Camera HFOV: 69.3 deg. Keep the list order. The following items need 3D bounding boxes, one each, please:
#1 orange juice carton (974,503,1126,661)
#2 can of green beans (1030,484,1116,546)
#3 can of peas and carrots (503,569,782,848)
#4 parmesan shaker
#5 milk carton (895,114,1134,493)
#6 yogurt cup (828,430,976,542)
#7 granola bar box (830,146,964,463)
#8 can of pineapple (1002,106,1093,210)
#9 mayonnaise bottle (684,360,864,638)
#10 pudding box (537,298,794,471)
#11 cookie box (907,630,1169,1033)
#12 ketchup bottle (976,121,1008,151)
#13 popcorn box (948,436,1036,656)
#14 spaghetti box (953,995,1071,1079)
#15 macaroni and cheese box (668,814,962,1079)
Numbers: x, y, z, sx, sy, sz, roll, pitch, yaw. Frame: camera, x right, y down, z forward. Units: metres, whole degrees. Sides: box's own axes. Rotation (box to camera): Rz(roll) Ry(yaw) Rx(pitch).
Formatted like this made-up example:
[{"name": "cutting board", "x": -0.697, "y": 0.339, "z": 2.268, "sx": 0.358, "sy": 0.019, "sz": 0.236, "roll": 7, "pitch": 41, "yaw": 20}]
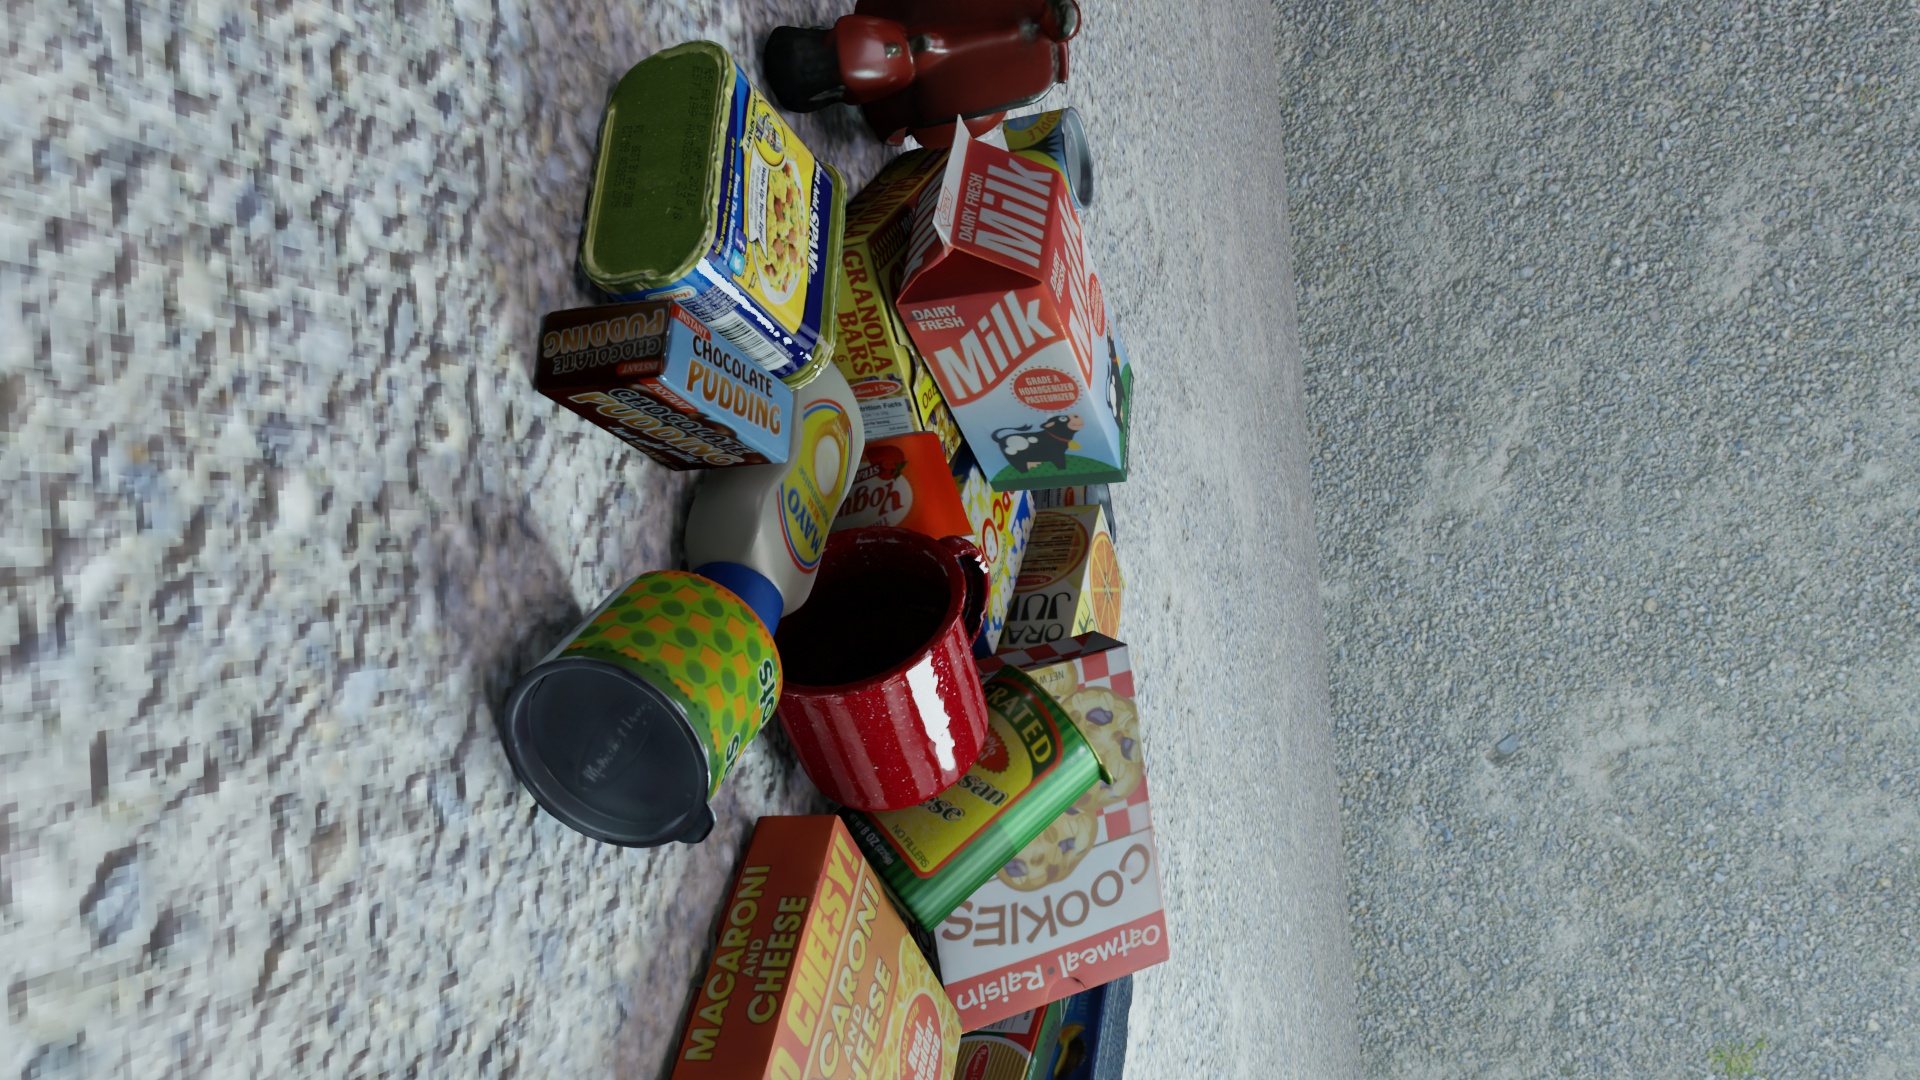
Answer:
[{"name": "orange juice carton", "x": 0.039, "y": 0.070, "z": 0.775, "sx": 0.194, "sy": 0.073, "sz": 0.071, "roll": -73, "pitch": 151, "yaw": -45}, {"name": "can of green beans", "x": 0.061, "y": -0.012, "z": 0.875, "sx": 0.071, "sy": 0.058, "sz": 0.071, "roll": -6, "pitch": 91, "yaw": -70}, {"name": "can of peas and carrots", "x": -0.093, "y": 0.052, "z": 0.427, "sx": 0.059, "sy": 0.071, "sz": 0.070, "roll": -58, "pitch": 139, "yaw": -59}, {"name": "parmesan shaker", "x": 0.005, "y": 0.113, "z": 0.601, "sx": 0.103, "sy": 0.071, "sz": 0.071, "roll": -40, "pitch": 136, "yaw": -14}, {"name": "milk carton", "x": 0.025, "y": -0.107, "z": 0.662, "sx": 0.189, "sy": 0.073, "sz": 0.073, "roll": 60, "pitch": 32, "yaw": -50}, {"name": "yogurt cup", "x": -0.031, "y": -0.017, "z": 0.623, "sx": 0.072, "sy": 0.072, "sz": 0.054, "roll": -9, "pitch": 86, "yaw": -70}, {"name": "granola bar box", "x": -0.021, "y": -0.120, "z": 0.709, "sx": 0.166, "sy": 0.039, "sz": 0.123, "roll": -63, "pitch": 143, "yaw": -55}, {"name": "can of pineapple", "x": 0.050, "y": -0.245, "z": 0.901, "sx": 0.071, "sy": 0.058, "sz": 0.071, "roll": -6, "pitch": 91, "yaw": -70}, {"name": "mayonnaise bottle", "x": -0.075, "y": -0.007, "z": 0.532, "sx": 0.149, "sy": 0.041, "sz": 0.064, "roll": -77, "pitch": 153, "yaw": -42}, {"name": "pudding box", "x": -0.097, "y": -0.051, "z": 0.471, "sx": 0.083, "sy": 0.049, "sz": 0.030, "roll": 37, "pitch": 52, "yaw": -64}, {"name": "cookie box", "x": 0.031, "y": 0.140, "z": 0.675, "sx": 0.040, "sy": 0.123, "sz": 0.167, "roll": -164, "pitch": -116, "yaw": -67}, {"name": "ketchup bottle", "x": 0.025, "y": -0.188, "z": 0.842, "sx": 0.065, "sy": 0.043, "sz": 0.148, "roll": -73, "pitch": 150, "yaw": -47}, {"name": "popcorn box", "x": 0.003, "y": -0.009, "z": 0.746, "sx": 0.127, "sy": 0.038, "sz": 0.084, "roll": -70, "pitch": 149, "yaw": -48}, {"name": "spaghetti box", "x": 0.037, "y": 0.235, "z": 0.765, "sx": 0.251, "sy": 0.050, "sz": 0.028, "roll": -54, "pitch": 137, "yaw": -61}, {"name": "macaroni and cheese box", "x": -0.051, "y": 0.206, "z": 0.547, "sx": 0.124, "sy": 0.040, "sz": 0.165, "roll": -76, "pitch": 153, "yaw": -44}]
